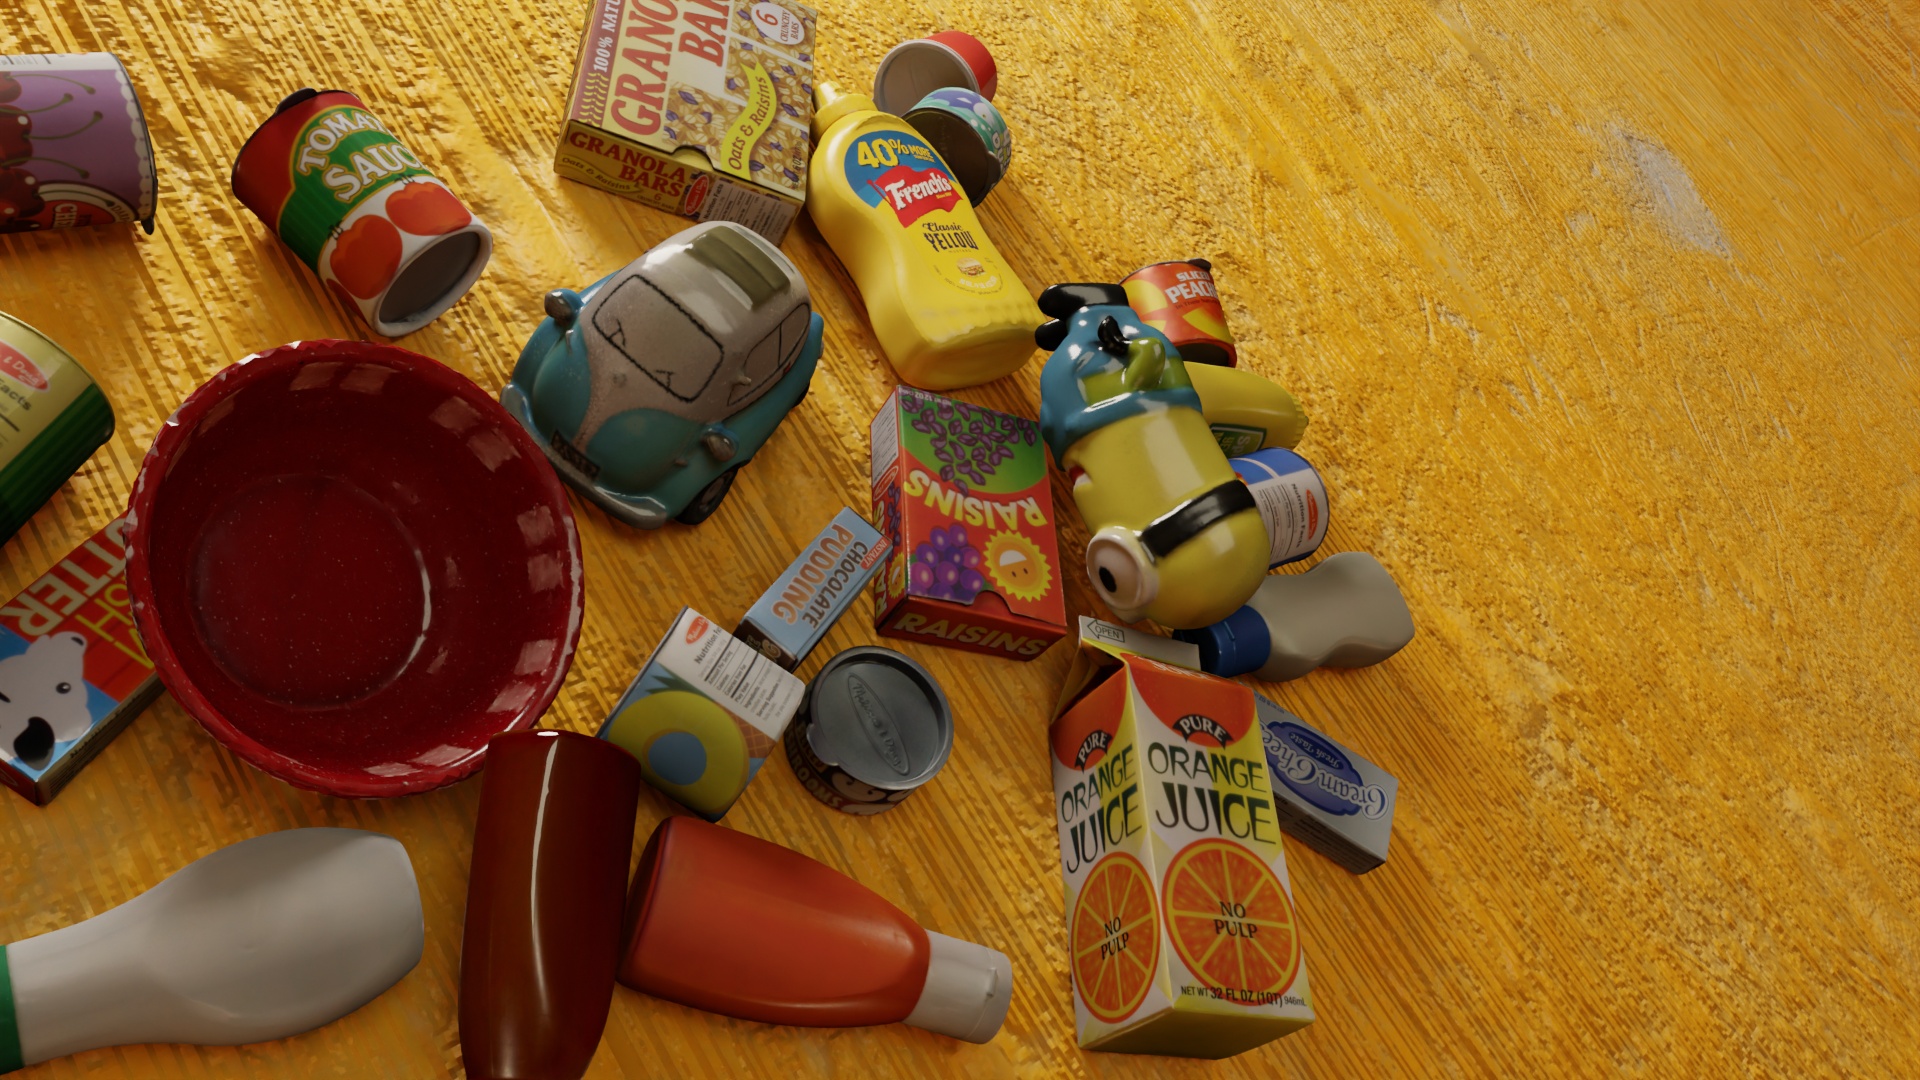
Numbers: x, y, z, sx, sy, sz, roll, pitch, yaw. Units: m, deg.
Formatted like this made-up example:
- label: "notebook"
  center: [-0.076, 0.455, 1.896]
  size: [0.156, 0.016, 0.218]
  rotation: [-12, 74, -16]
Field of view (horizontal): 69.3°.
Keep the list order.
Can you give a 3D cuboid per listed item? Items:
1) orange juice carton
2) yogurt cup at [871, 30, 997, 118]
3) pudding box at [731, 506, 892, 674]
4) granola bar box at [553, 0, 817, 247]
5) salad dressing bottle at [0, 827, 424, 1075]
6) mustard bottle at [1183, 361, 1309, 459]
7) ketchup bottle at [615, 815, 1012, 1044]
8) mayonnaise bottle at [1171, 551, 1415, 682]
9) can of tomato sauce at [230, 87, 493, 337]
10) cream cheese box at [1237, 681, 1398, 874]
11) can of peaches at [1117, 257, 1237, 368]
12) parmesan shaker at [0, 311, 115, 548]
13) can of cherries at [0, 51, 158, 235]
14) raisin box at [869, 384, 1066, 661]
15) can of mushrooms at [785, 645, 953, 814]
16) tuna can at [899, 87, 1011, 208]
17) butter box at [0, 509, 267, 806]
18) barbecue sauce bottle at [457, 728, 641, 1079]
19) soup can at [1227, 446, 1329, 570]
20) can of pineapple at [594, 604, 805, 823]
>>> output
- label: "orange juice carton"
  center: [0.091, 0.123, 0.619]
  size: [0.072, 0.072, 0.193]
  rotation: [13, 53, -24]
- label: "yogurt cup"
  center: [-0.012, -0.273, 0.837]
  size: [0.072, 0.072, 0.054]
  rotation: [38, 39, -4]
- label: "pudding box"
  center: [-0.068, 0.029, 0.602]
  size: [0.030, 0.049, 0.084]
  rotation: [39, 47, -1]
- label: "granola bar box"
  center: [-0.144, -0.248, 0.753]
  size: [0.124, 0.039, 0.166]
  rotation: [15, 52, -23]
- label: "salad dressing bottle"
  center: [-0.246, 0.131, 0.426]
  size: [0.148, 0.043, 0.064]
  rotation: [-9, 67, -35]
- label: "mustard bottle"
  center: [0.154, -0.068, 0.798]
  size: [0.161, 0.065, 0.049]
  rotation: [-4, 58, -38]
- label: "ketchup bottle"
  center: [-0.052, 0.155, 0.528]
  size: [0.149, 0.043, 0.065]
  rotation: [22, 53, -18]
- label: "mayonnaise bottle"
  center: [0.179, 0.046, 0.750]
  size: [0.148, 0.041, 0.065]
  rotation: [-9, 64, -35]
- label: "can of tomato sauce"
  center: [-0.252, -0.139, 0.590]
  size: [0.083, 0.071, 0.071]
  rotation: [44, 47, 2]
- label: "cream cheese box"
  center: [0.172, 0.121, 0.704]
  size: [0.104, 0.024, 0.054]
  rotation: [31, 49, -9]
- label: "can of peaches"
  center: [0.124, -0.121, 0.810]
  size: [0.071, 0.071, 0.058]
  rotation: [7, 58, -28]
- label: "parmesan shaker"
  center: [-0.344, -0.022, 0.454]
  size: [0.071, 0.071, 0.103]
  rotation: [30, 49, -11]
- label: "can of cherries"
  center: [-0.354, -0.152, 0.539]
  size: [0.058, 0.071, 0.071]
  rotation: [-19, 71, -39]
- label: "raisin box"
  center: [0.002, -0.009, 0.678]
  size: [0.086, 0.040, 0.124]
  rotation: [13, 54, -25]
- label: "can of mushrooms"
  center: [-0.041, 0.082, 0.593]
  size: [0.071, 0.033, 0.071]
  rotation: [16, 53, -23]
- label: "tuna can"
  center: [-0.003, -0.225, 0.804]
  size: [0.071, 0.070, 0.033]
  rotation: [38, 47, -4]
- label: "butter box"
  center: [-0.295, 0.034, 0.474]
  size: [0.053, 0.024, 0.104]
  rotation: [36, 48, -6]
- label: "barbecue sauce bottle"
  center: [-0.141, 0.142, 0.467]
  size: [0.043, 0.064, 0.149]
  rotation: [-5, 67, 17]
- label: "soup can"
  center: [0.146, -0.011, 0.754]
  size: [0.084, 0.071, 0.071]
  rotation: [-15, 68, -37]
- label: "can of pineapple"
  center: [-0.103, 0.069, 0.543]
  size: [0.058, 0.070, 0.071]
  rotation: [35, 48, -7]
